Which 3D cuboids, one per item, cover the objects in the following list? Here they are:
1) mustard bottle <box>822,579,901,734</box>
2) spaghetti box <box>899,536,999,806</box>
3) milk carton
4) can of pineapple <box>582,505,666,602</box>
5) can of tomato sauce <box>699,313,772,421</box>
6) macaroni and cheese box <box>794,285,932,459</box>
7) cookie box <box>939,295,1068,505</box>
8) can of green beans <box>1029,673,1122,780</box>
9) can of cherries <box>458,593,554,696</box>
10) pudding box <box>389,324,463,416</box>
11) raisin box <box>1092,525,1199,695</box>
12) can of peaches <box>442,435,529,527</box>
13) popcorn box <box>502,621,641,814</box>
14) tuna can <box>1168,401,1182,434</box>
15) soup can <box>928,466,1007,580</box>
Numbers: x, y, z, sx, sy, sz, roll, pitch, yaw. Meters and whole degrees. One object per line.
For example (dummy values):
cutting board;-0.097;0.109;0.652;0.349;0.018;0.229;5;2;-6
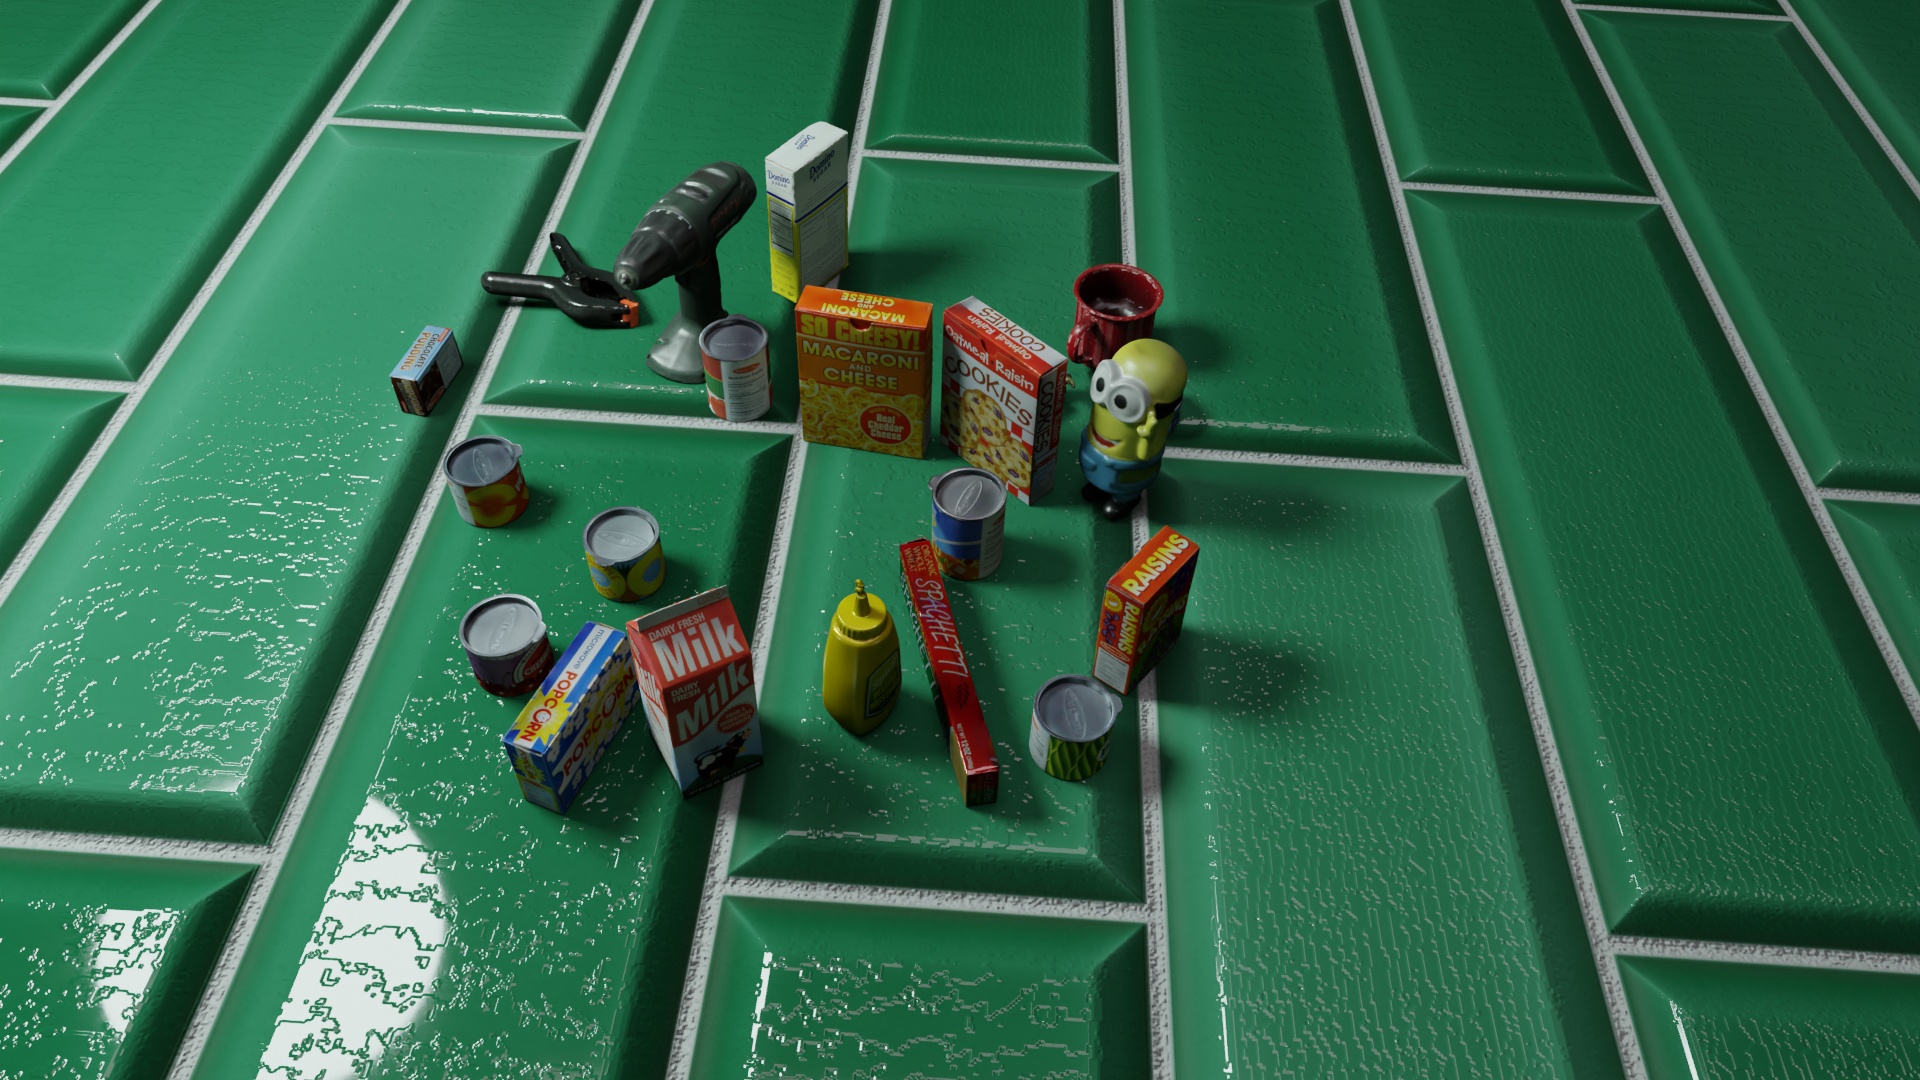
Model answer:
mustard bottle;-0.078;0.088;1.103;0.049;0.159;0.065;29;53;22
spaghetti box;-0.012;0.104;1.165;0.029;0.049;0.251;-9;49;-11
milk carton;-0.202;0.107;1.059;0.072;0.189;0.074;-23;53;-21
can of pineapple;-0.298;0.013;1.229;0.071;0.057;0.071;1;48;-1
can of tomato sauce;-0.222;-0.171;1.383;0.071;0.082;0.071;1;48;-1
macaroni and cheese box;-0.090;-0.157;1.320;0.124;0.165;0.040;9;48;6
cookie box;0.037;-0.129;1.300;0.040;0.166;0.123;-36;58;-29
can of green beans;0.090;0.151;1.122;0.071;0.057;0.071;1;48;-1
can of cherries;-0.375;0.089;1.157;0.071;0.058;0.072;1;48;-1
pudding box;-0.534;-0.171;1.391;0.030;0.049;0.084;10;48;6
raisin box;0.154;0.059;1.164;0.040;0.122;0.086;33;54;24
can of peaches;-0.435;-0.055;1.284;0.071;0.057;0.071;1;48;-1
popcorn box;-0.303;0.138;1.097;0.038;0.084;0.127;17;49;12
tuna can;0.190;-0.137;1.405;0.071;0.032;0.071;1;48;-1
soup can;0.004;-0.016;1.252;0.071;0.083;0.072;1;48;-1
